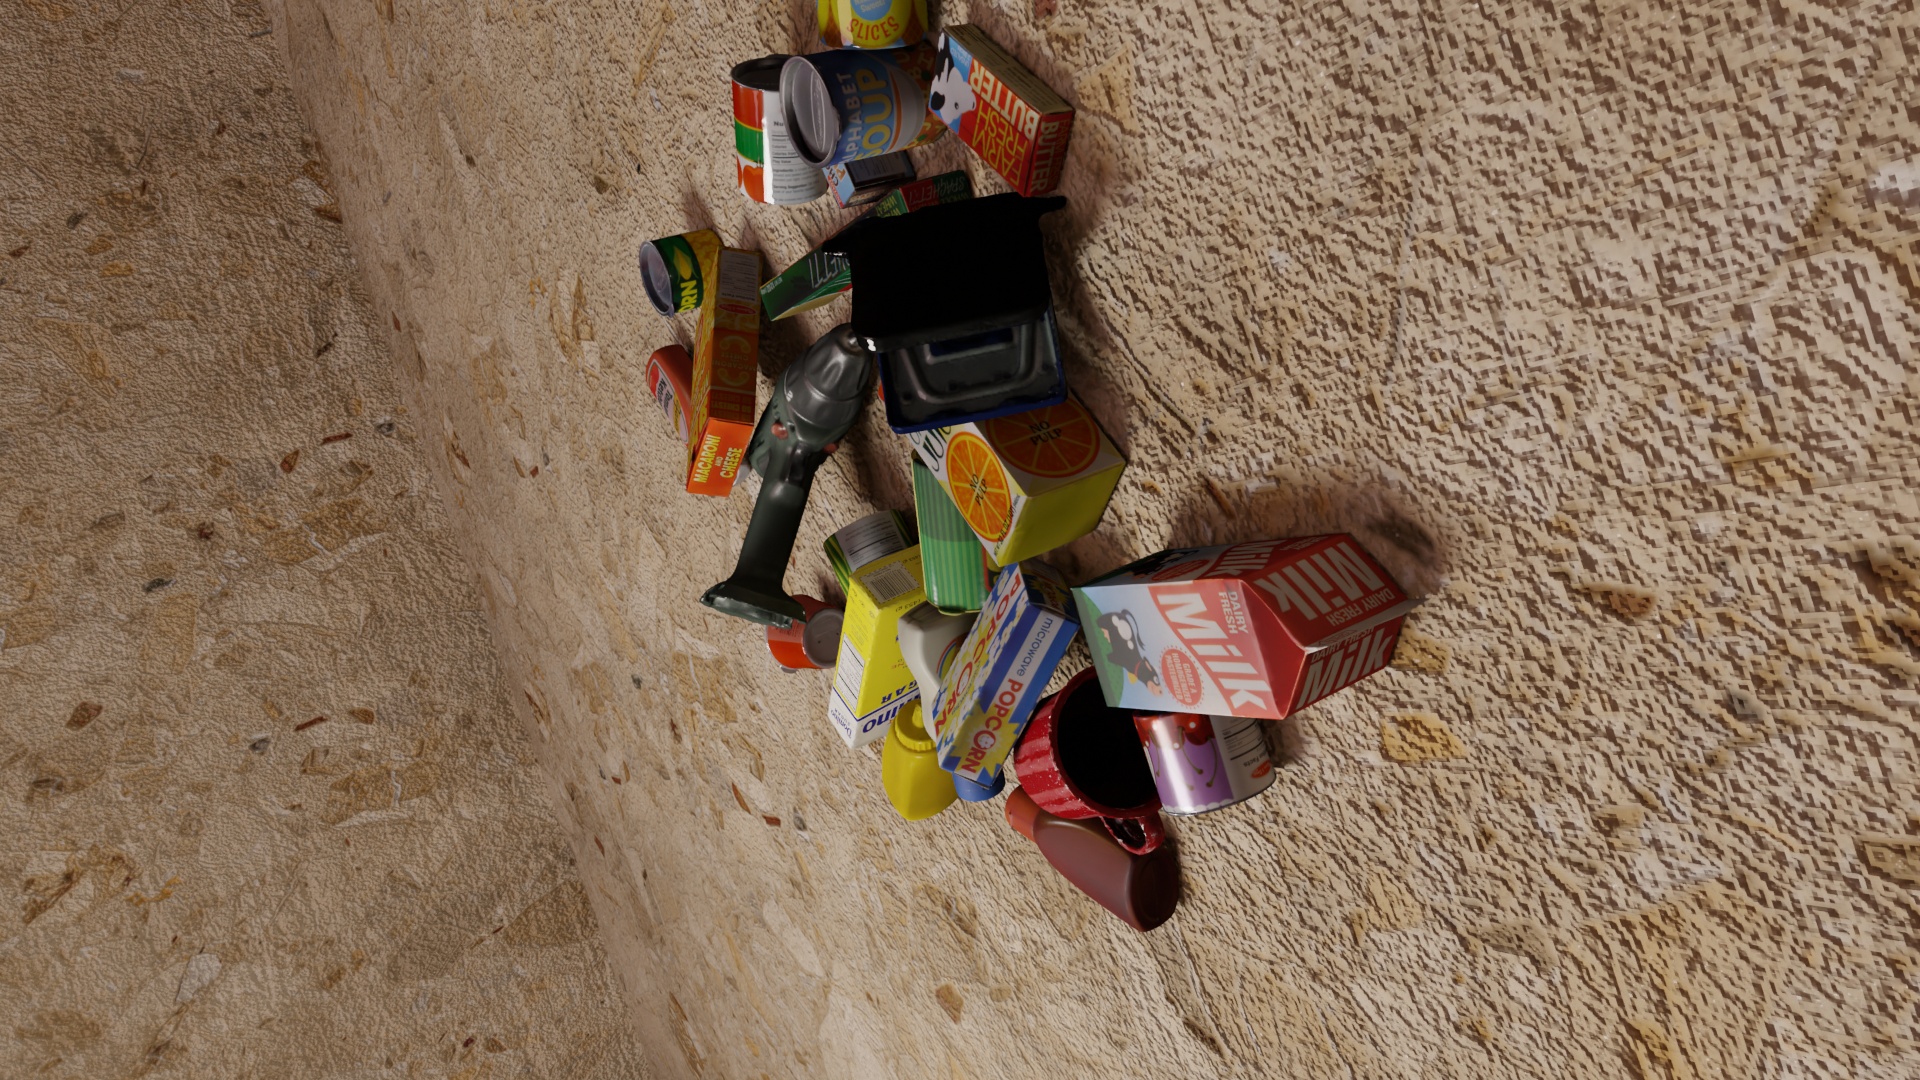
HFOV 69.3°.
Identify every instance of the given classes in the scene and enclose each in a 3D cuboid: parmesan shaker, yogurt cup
[{"bbox_3d":[0.003,-0.012,0.919,0.071,0.071,0.102,29,132,50],"label":"parmesan shaker"},{"bbox_3d":[-0.131,0.083,1.226,0.054,0.073,0.072,4,112,51],"label":"yogurt cup"}]

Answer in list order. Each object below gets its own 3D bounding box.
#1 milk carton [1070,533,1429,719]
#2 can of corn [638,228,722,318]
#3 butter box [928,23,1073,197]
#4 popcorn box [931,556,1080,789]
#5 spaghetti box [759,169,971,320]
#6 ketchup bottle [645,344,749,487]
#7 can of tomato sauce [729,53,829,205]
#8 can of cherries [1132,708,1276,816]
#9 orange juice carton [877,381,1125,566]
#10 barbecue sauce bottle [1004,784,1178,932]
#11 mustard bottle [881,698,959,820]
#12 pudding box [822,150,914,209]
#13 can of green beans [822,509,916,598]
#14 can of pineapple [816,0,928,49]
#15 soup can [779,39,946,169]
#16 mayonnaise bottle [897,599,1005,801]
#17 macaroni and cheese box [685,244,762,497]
[{"bbox_3d":[0.144,0.043,0.707,0.190,0.072,0.073,-8,101,61],"label":"milk carton"},{"bbox_3d":[-0.238,-0.232,1.209,0.071,0.058,0.070,38,139,44],"label":"can of corn"},{"bbox_3d":[0.021,-0.244,0.784,0.104,0.024,0.052,50,146,31],"label":"butter box"},{"bbox_3d":[0.027,0.080,0.879,0.126,0.038,0.085,-63,14,16],"label":"popcorn box"},{"bbox_3d":[-0.071,-0.197,0.948,0.249,0.050,0.028,-11,101,61],"label":"spaghetti box"},{"bbox_3d":[-0.249,-0.115,1.322,0.149,0.044,0.064,55,149,23],"label":"ketchup bottle"},{"bbox_3d":[-0.125,-0.286,0.968,0.071,0.071,0.082,43,143,39],"label":"can of tomato sauce"},{"bbox_3d":[0.133,0.115,0.776,0.071,0.072,0.058,-14,96,62],"label":"can of cherries"},{"bbox_3d":[0.011,-0.085,0.855,0.193,0.073,0.071,55,150,25],"label":"orange juice carton"},{"bbox_3d":[0.085,0.208,0.950,0.148,0.044,0.064,21,126,55],"label":"barbecue sauce bottle"},{"bbox_3d":[-0.028,0.162,1.075,0.049,0.065,0.159,56,160,31],"label":"mustard bottle"},{"bbox_3d":[-0.069,-0.262,0.902,0.030,0.050,0.083,-31,82,60],"label":"pudding box"},{"bbox_3d":[-0.064,0.016,1.060,0.058,0.071,0.071,65,151,9],"label":"can of green beans"},{"bbox_3d":[-0.053,-0.323,0.814,0.071,0.071,0.057,36,138,46],"label":"can of pineapple"},{"bbox_3d":[-0.056,-0.265,0.841,0.071,0.084,0.071,39,140,43],"label":"soup can"},{"bbox_3d":[0.001,0.110,0.963,0.041,0.065,0.147,19,128,52],"label":"mayonnaise bottle"},{"bbox_3d":[-0.195,-0.137,1.141,0.123,0.040,0.167,125,148,-58],"label":"macaroni and cheese box"}]
